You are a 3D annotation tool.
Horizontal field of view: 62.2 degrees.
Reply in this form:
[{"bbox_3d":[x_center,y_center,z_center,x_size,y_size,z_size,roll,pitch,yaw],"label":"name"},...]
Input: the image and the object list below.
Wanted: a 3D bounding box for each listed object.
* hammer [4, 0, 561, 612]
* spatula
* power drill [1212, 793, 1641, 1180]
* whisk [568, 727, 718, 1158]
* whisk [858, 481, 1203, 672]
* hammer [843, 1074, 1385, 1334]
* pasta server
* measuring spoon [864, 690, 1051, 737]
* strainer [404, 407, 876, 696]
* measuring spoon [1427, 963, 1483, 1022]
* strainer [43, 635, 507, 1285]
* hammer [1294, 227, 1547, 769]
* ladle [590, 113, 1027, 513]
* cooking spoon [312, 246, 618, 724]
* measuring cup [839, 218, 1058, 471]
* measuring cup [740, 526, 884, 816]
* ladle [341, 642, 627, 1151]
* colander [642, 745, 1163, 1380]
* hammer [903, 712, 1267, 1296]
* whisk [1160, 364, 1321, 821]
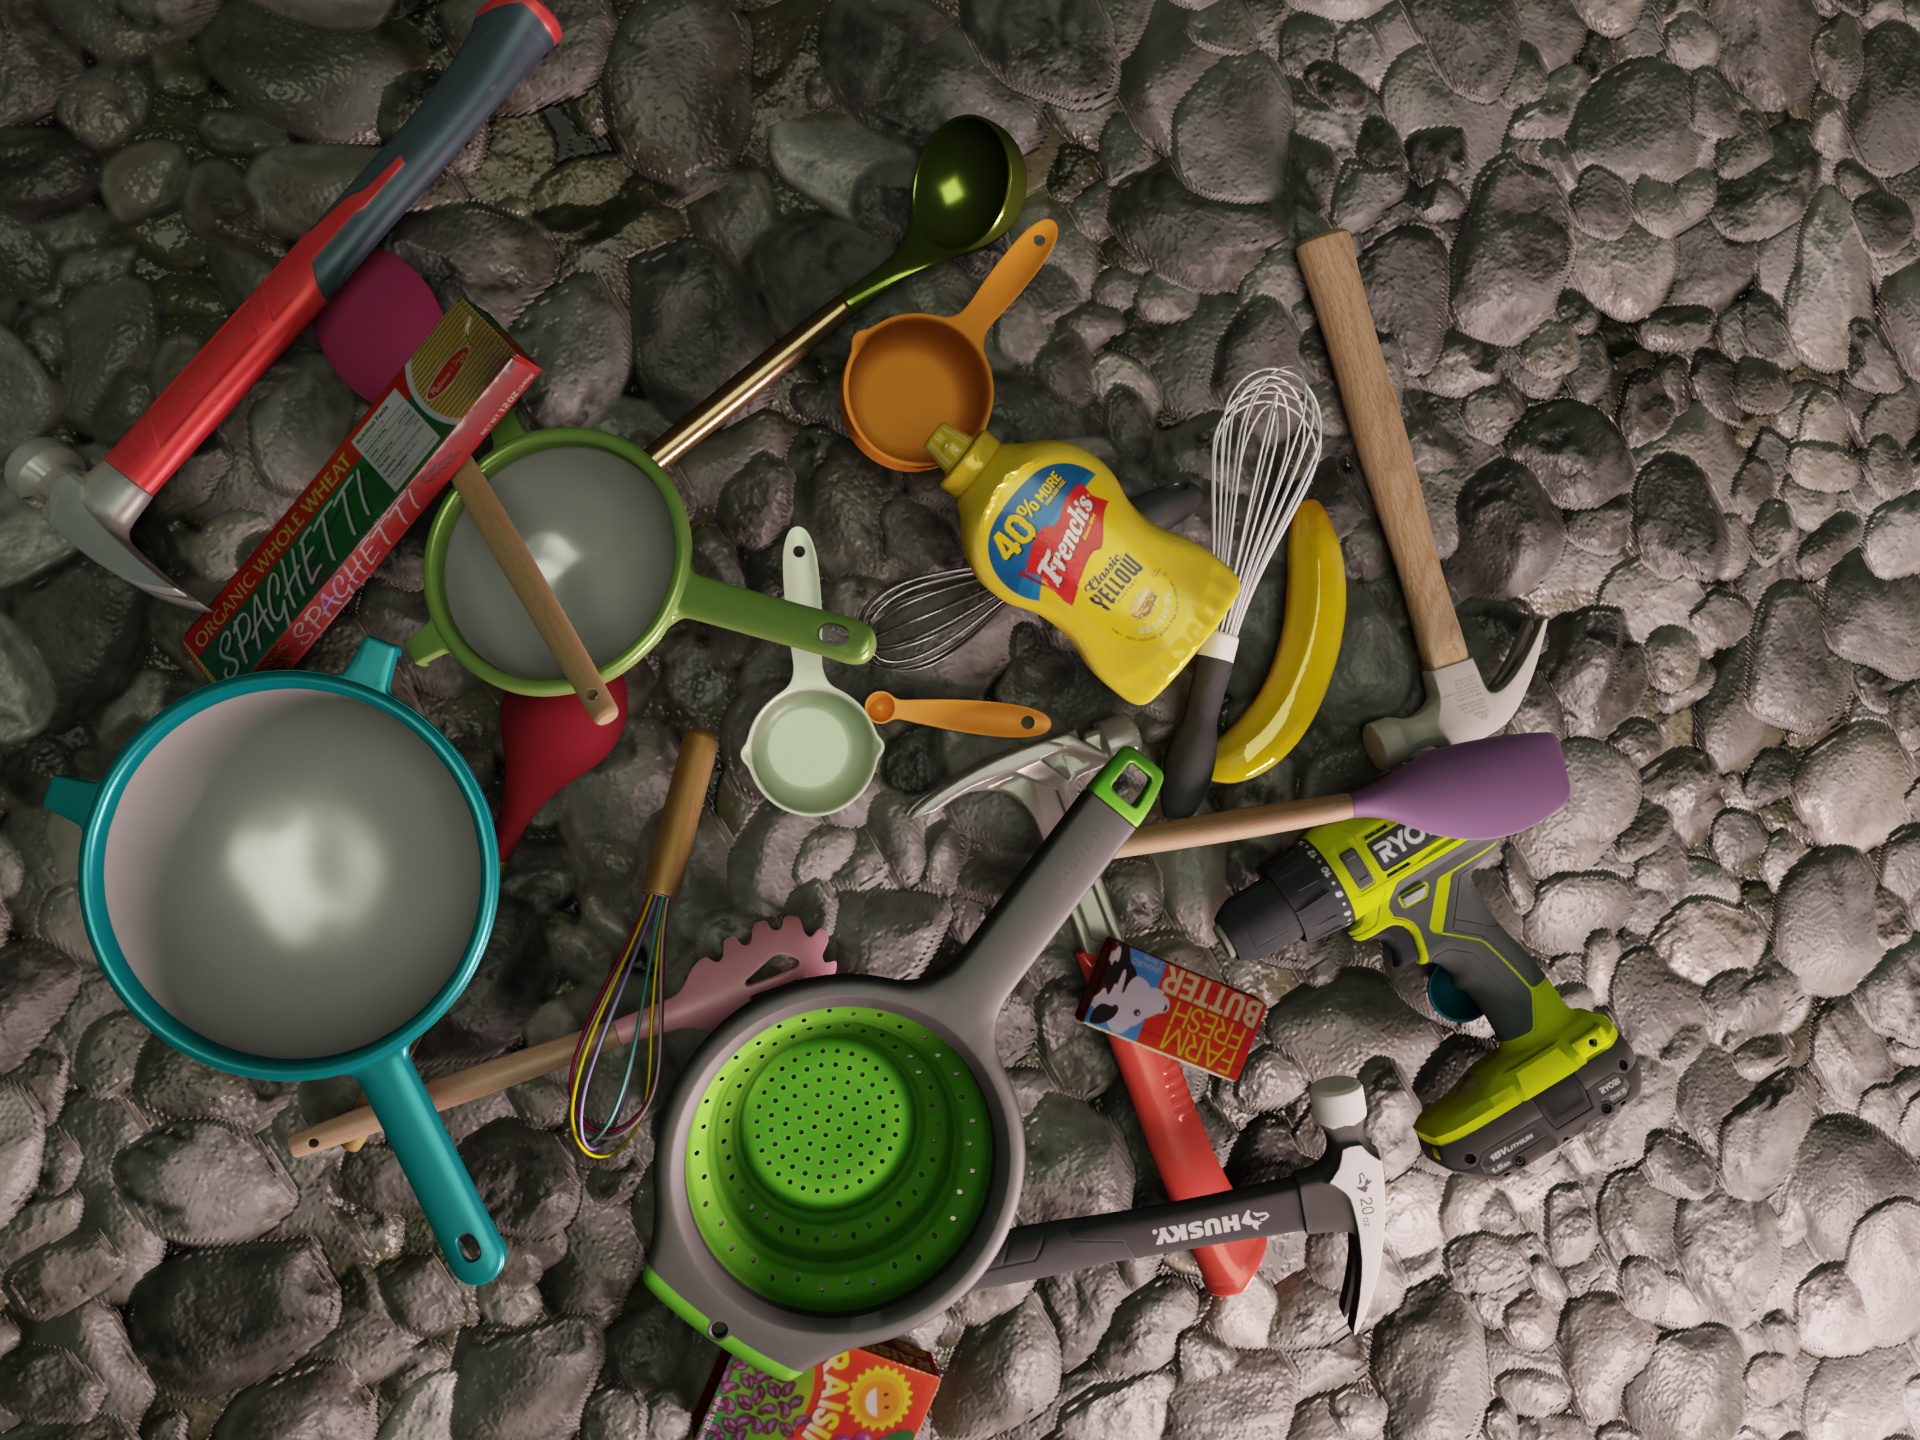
[{"bbox_3d":[-0.338,-0.237,0.858,0.143,0.038,0.386,34,81,20],"label":"hammer"},{"bbox_3d":[0.206,0.057,0.940,0.316,0.018,0.060,-9,82,-2],"label":"spatula"},{"bbox_3d":[0.283,0.157,0.969,0.190,0.080,0.228,-30,83,-3],"label":"power drill"},{"bbox_3d":[-0.173,0.121,0.892,0.047,0.051,0.245,19,69,-20],"label":"whisk"},{"bbox_3d":[0.043,-0.090,0.950,0.239,0.055,0.055,-26,96,-13],"label":"whisk"},{"bbox_3d":[0.086,0.312,0.942,0.335,0.035,0.146,-11,96,0],"label":"hammer"},{"bbox_3d":[-0.221,0.186,0.908,0.316,0.040,0.060,-18,94,-9],"label":"pasta server"},{"bbox_3d":[-0.002,-0.003,0.962,0.117,0.011,0.021,6,90,-14],"label":"measuring spoon"},{"bbox_3d":[-0.164,-0.068,0.876,0.256,0.069,0.151,16,81,9],"label":"strainer"},{"bbox_3d":[0.310,0.129,1.021,0.042,0.021,0.129,-9,84,-1],"label":"measuring spoon"},{"bbox_3d":[-0.319,0.136,0.857,0.211,0.095,0.340,-25,93,-2],"label":"strainer"},{"bbox_3d":[0.276,-0.145,0.998,0.130,0.031,0.331,-18,94,-9],"label":"hammer"},{"bbox_3d":[-0.091,-0.231,0.918,0.320,0.062,0.078,-40,61,-4],"label":"ladle"},{"bbox_3d":[-0.265,-0.131,0.856,0.069,0.017,0.319,-32,77,-4],"label":"cooking spoon"},{"bbox_3d":[-0.002,-0.222,0.936,0.095,0.052,0.173,39,82,-9],"label":"measuring cup"},{"bbox_3d":[-0.091,-0.028,0.931,0.083,0.038,0.167,-4,90,-10],"label":"measuring cup"},{"bbox_3d":[-0.278,0.100,0.905,0.069,0.031,0.315,26,88,-8],"label":"ladle"},{"bbox_3d":[-0.022,0.177,0.916,0.204,0.094,0.397,39,84,-9],"label":"colander"},{"bbox_3d":[0.095,0.185,0.969,0.149,0.037,0.359,-22,94,-9],"label":"hammer"},{"bbox_3d":[0.163,-0.076,0.956,0.070,0.070,0.284,14,89,-10],"label":"whisk"}]
